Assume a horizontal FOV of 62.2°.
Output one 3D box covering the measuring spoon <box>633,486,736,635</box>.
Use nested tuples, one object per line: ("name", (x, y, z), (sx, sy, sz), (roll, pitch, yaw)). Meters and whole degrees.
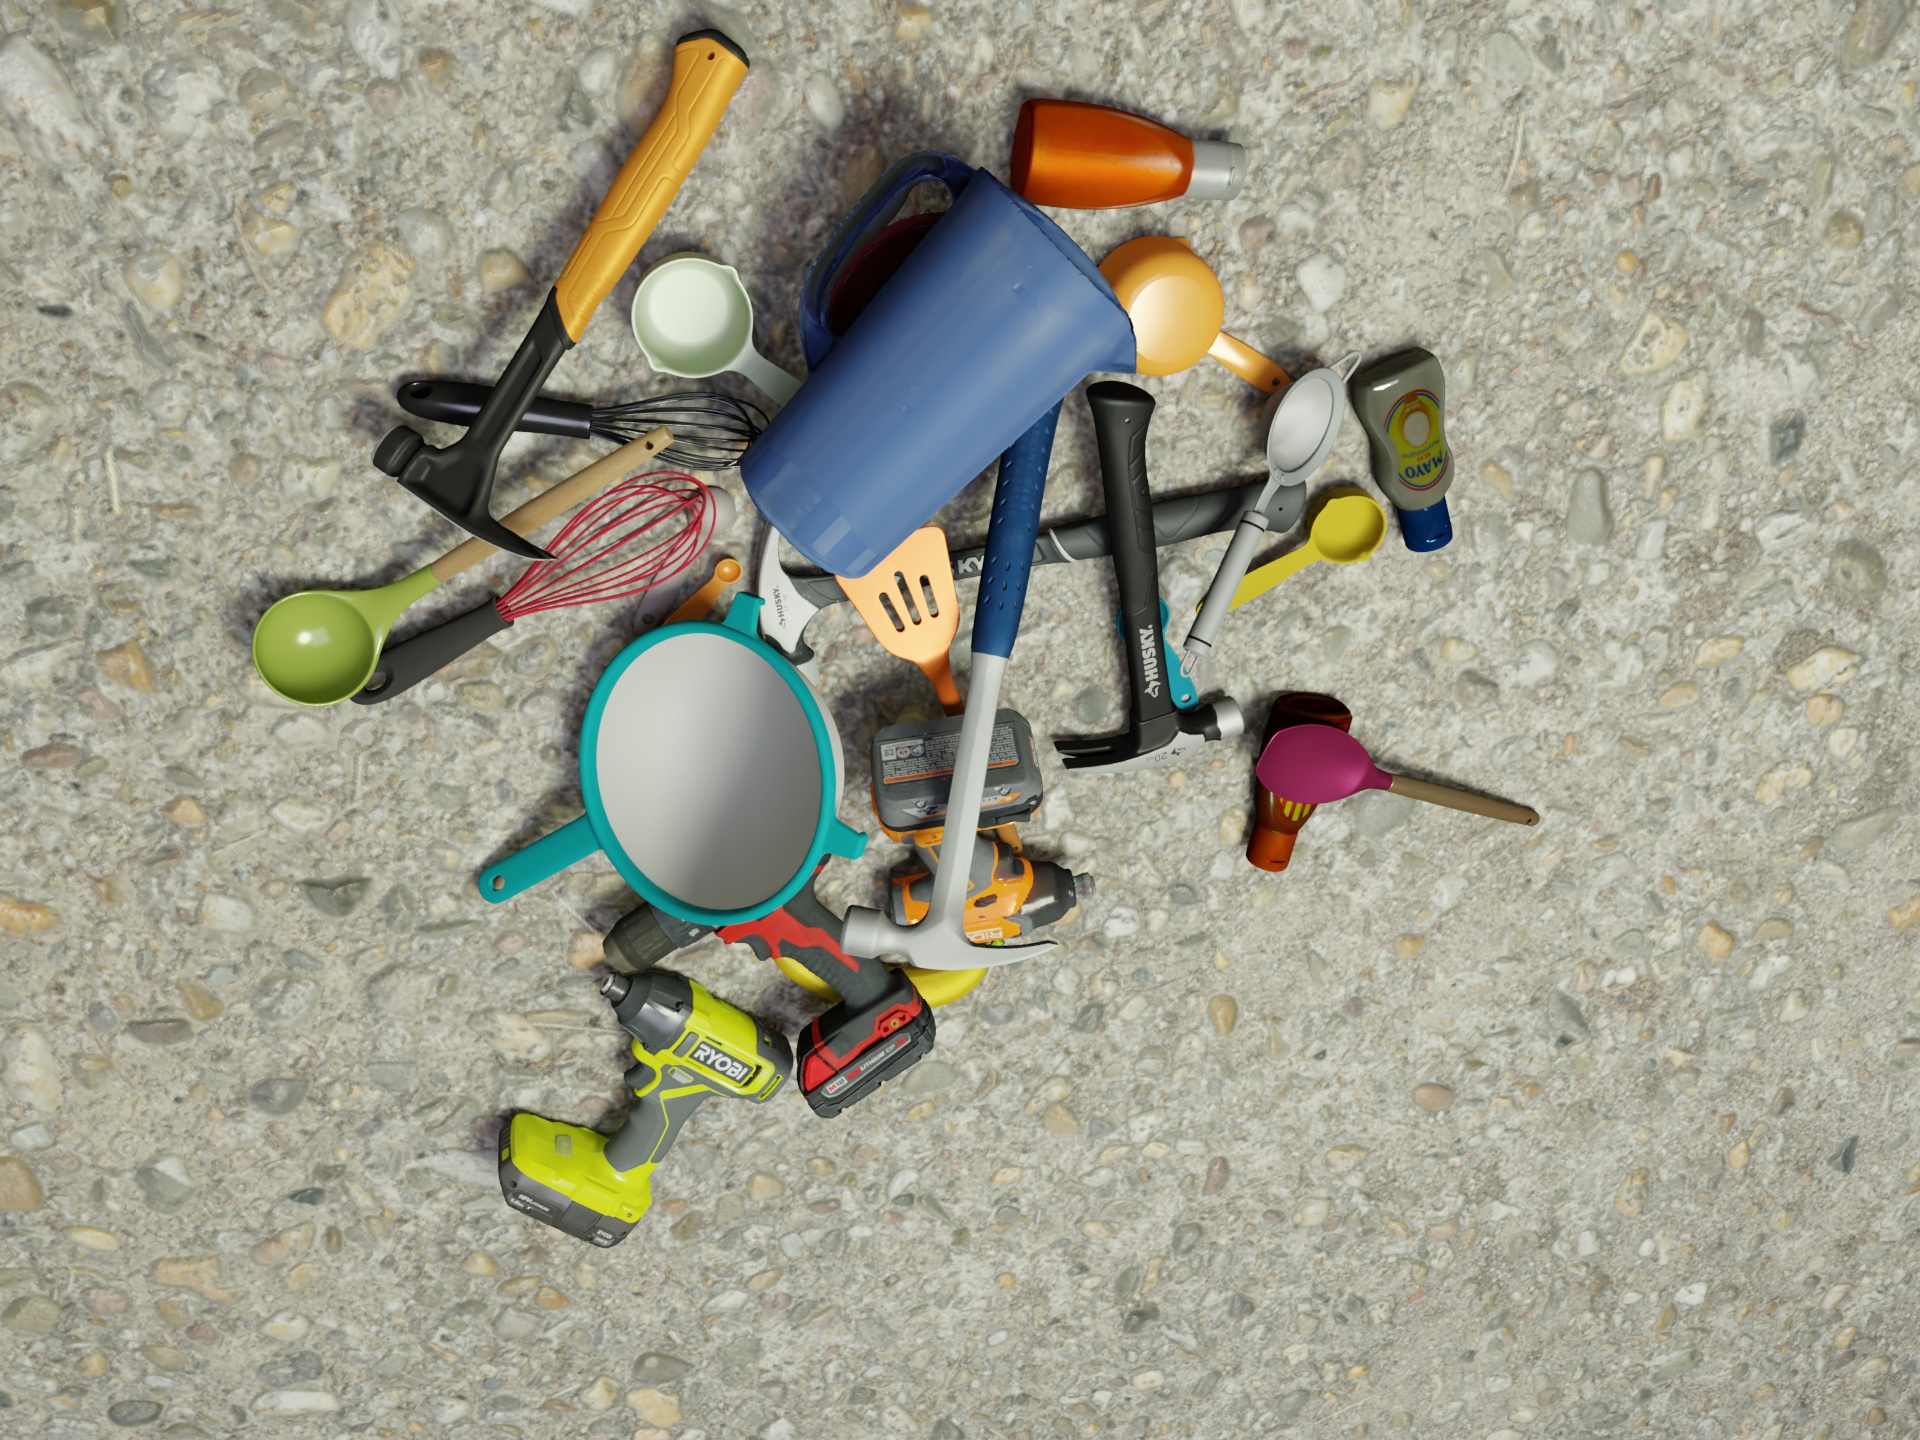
("measuring spoon", (-0.195, -0.107, 1.108), (0.034, 0.018, 0.124), (25, 111, -24))

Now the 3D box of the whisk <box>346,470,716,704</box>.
("whisk", (-0.294, -0.084, 1.078), (0.296, 0.073, 0.073), (-27, 121, 10))

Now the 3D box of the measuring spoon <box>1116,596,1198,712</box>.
("measuring spoon", (0.154, -0.053, 1.224), (0.042, 0.021, 0.128), (-30, 130, 6))

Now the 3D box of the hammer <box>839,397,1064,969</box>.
("hammer", (0.024, -0.032, 1.075), (0.144, 0.035, 0.405), (10, 86, 1))

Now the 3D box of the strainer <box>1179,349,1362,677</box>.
("strainer", (0.209, -0.149, 1.124), (0.086, 0.050, 0.258), (27, 87, -52))

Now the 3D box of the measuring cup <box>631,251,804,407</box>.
("measuring cup", (-0.139, -0.239, 1.038), (0.167, 0.038, 0.083), (34, 106, -29))

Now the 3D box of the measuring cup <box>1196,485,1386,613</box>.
("measuring cup", (0.246, -0.125, 1.202), (0.156, 0.029, 0.062), (-30, 121, 18))

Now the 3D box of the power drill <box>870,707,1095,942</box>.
("power drill", (0.018, 0.091, 1.197), (0.164, 0.084, 0.226), (-8, 141, -1))

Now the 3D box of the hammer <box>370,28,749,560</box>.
("hammer", (-0.223, -0.262, 0.970), (0.127, 0.034, 0.337), (34, 98, 2))

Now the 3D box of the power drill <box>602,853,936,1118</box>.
("power drill", (-0.144, 0.193, 1.224), (0.188, 0.080, 0.226), (-34, 103, -1))

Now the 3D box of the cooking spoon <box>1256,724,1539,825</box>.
("cooking spoon", (0.364, 0.054, 1.295), (0.318, 0.017, 0.068), (13, 113, -31))

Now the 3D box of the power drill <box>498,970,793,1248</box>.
("power drill", (-0.268, 0.308, 1.291), (0.171, 0.080, 0.223), (36, 102, -27))

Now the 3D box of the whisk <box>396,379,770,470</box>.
("whisk", (-0.242, -0.197, 1.034), (0.239, 0.055, 0.055), (6, 117, -11))

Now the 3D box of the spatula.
("spatula", (-0.002, -0.004, 1.179), (0.081, 0.041, 0.322), (-24, 134, -1))

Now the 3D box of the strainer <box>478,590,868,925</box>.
("strainer", (-0.209, 0.057, 1.151), (0.340, 0.095, 0.211), (-27, 85, 28))

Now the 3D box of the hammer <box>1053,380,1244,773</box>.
("hammer", (0.123, -0.093, 1.141), (0.146, 0.035, 0.334), (-18, 131, -5))

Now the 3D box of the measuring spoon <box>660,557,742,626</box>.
("measuring spoon", (-0.197, -0.074, 1.133), (0.021, 0.011, 0.117), (34, 110, -33))

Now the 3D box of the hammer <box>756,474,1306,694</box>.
("hammer", (0.053, -0.128, 1.145), (0.409, 0.036, 0.149), (-12, 119, -7))

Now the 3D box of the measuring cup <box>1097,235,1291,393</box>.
("measuring cup", (0.168, -0.260, 1.086), (0.173, 0.052, 0.095), (25, 110, -23))

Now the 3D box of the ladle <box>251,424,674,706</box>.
("ladle", (-0.323, -0.105, 1.034), (0.320, 0.062, 0.078), (-28, 109, 13))
